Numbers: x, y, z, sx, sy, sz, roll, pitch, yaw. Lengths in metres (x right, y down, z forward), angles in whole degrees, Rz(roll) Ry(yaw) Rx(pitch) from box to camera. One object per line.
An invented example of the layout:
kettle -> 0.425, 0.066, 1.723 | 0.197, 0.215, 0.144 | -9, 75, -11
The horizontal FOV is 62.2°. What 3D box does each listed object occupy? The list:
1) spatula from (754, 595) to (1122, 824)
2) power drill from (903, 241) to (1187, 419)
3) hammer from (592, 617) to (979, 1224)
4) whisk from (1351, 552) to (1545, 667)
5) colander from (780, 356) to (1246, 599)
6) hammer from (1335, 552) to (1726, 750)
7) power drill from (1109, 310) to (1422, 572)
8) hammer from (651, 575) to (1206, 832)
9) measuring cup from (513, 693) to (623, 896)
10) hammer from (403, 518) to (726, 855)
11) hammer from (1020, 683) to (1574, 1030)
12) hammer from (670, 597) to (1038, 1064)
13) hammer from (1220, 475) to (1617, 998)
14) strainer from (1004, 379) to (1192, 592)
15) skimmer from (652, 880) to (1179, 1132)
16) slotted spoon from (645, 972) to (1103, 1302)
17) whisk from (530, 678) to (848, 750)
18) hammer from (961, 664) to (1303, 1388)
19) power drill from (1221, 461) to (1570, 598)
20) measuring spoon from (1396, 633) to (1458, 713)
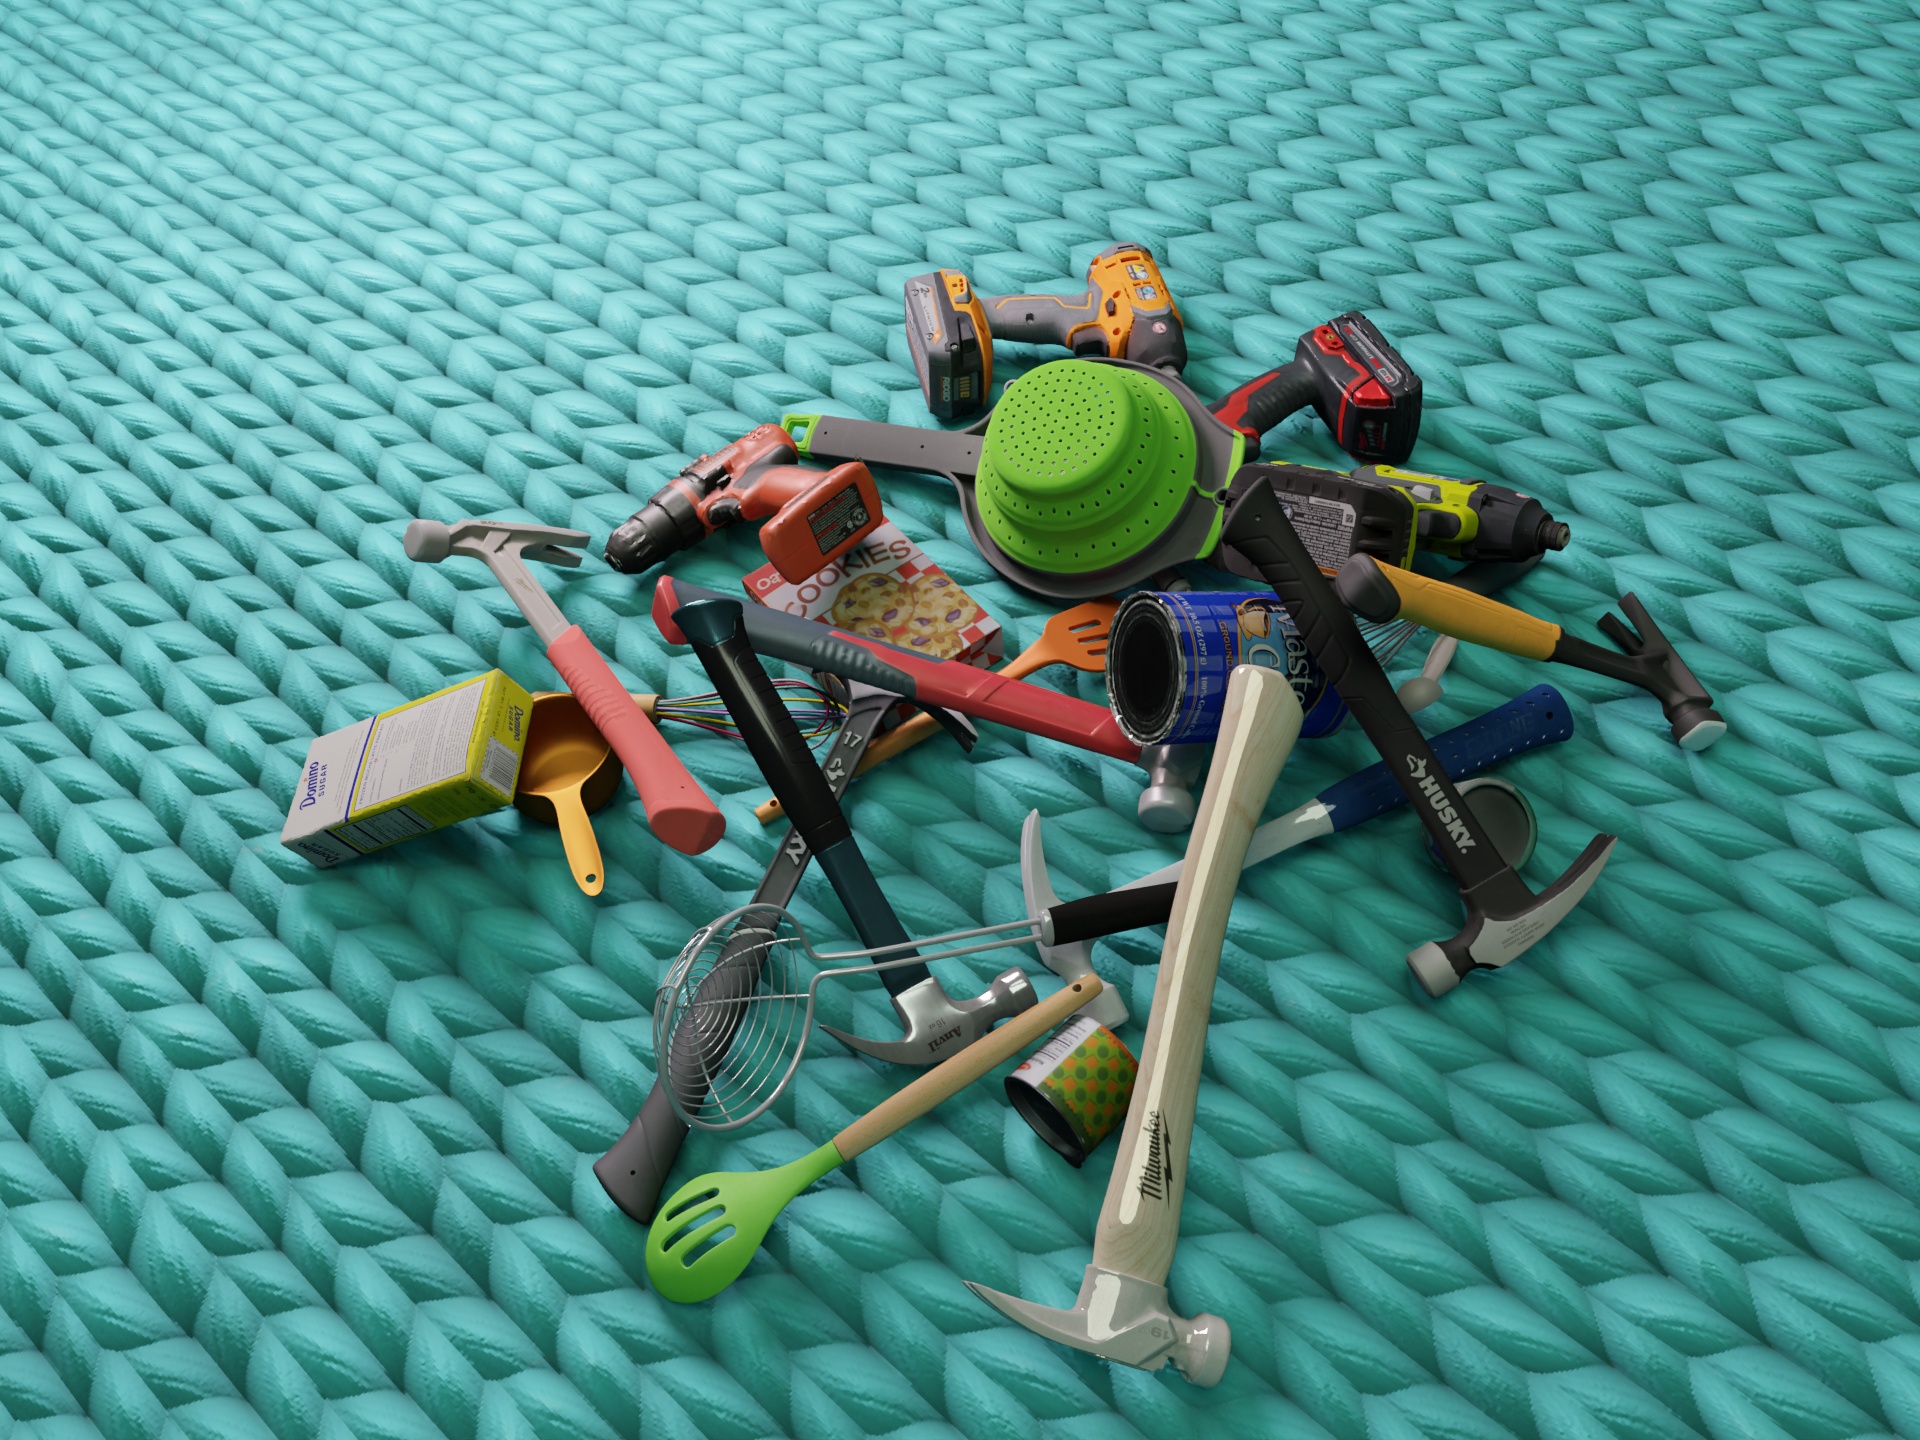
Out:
spatula -> -0.002, -0.004, 1.146 | 0.322, 0.041, 0.081 | -29, 58, -11
power drill -> 0.077, -0.322, 1.344 | 0.226, 0.084, 0.164 | -10, 53, -8
hammer -> -0.121, 0.125, 1.027 | 0.149, 0.036, 0.409 | 24, 64, 0
whisk -> 0.338, -0.083, 1.160 | 0.239, 0.055, 0.055 | -27, 55, -19
colander -> 0.013, -0.217, 1.225 | 0.397, 0.094, 0.204 | 12, 76, 25
hammer -> 0.364, -0.061, 1.029 | 0.336, 0.034, 0.127 | 12, 43, -34
power drill -> 0.247, -0.216, 1.251 | 0.226, 0.080, 0.188 | -21, 54, -7
hammer -> -0.016, -0.040, 1.085 | 0.386, 0.038, 0.143 | 17, 56, -7
measuring cup -> -0.268, 0.062, 1.102 | 0.095, 0.052, 0.174 | -19, 56, -9
hammer -> -0.256, -0.035, 1.118 | 0.149, 0.036, 0.359 | 0, 37, -45
hammer -> 0.227, 0.061, 1.046 | 0.405, 0.035, 0.144 | -22, 79, -15
hammer -> -0.086, 0.066, 1.002 | 0.128, 0.033, 0.331 | -28, 84, -13
hammer -> 0.268, -0.005, 0.993 | 0.146, 0.035, 0.335 | -32, 87, 4
strainer -> 0.112, -0.175, 1.253 | 0.087, 0.050, 0.259 | -42, 61, 15
skimmer -> 0.002, 0.144, 0.916 | 0.363, 0.127, 0.090 | -9, 19, -15
slotted spoon -> -0.050, 0.236, 0.932 | 0.314, 0.031, 0.070 | -31, 50, -7
whisk -> -0.200, -0.006, 1.153 | 0.245, 0.051, 0.047 | 2, 59, 10
hammer -> 0.121, 0.153, 0.919 | 0.146, 0.038, 0.411 | 19, 69, -6
power drill -> 0.303, -0.137, 1.107 | 0.223, 0.080, 0.171 | -11, 23, -43
measuring spoon -> 0.331, -0.042, 1.122 | 0.034, 0.018, 0.124 | -23, 17, 39
